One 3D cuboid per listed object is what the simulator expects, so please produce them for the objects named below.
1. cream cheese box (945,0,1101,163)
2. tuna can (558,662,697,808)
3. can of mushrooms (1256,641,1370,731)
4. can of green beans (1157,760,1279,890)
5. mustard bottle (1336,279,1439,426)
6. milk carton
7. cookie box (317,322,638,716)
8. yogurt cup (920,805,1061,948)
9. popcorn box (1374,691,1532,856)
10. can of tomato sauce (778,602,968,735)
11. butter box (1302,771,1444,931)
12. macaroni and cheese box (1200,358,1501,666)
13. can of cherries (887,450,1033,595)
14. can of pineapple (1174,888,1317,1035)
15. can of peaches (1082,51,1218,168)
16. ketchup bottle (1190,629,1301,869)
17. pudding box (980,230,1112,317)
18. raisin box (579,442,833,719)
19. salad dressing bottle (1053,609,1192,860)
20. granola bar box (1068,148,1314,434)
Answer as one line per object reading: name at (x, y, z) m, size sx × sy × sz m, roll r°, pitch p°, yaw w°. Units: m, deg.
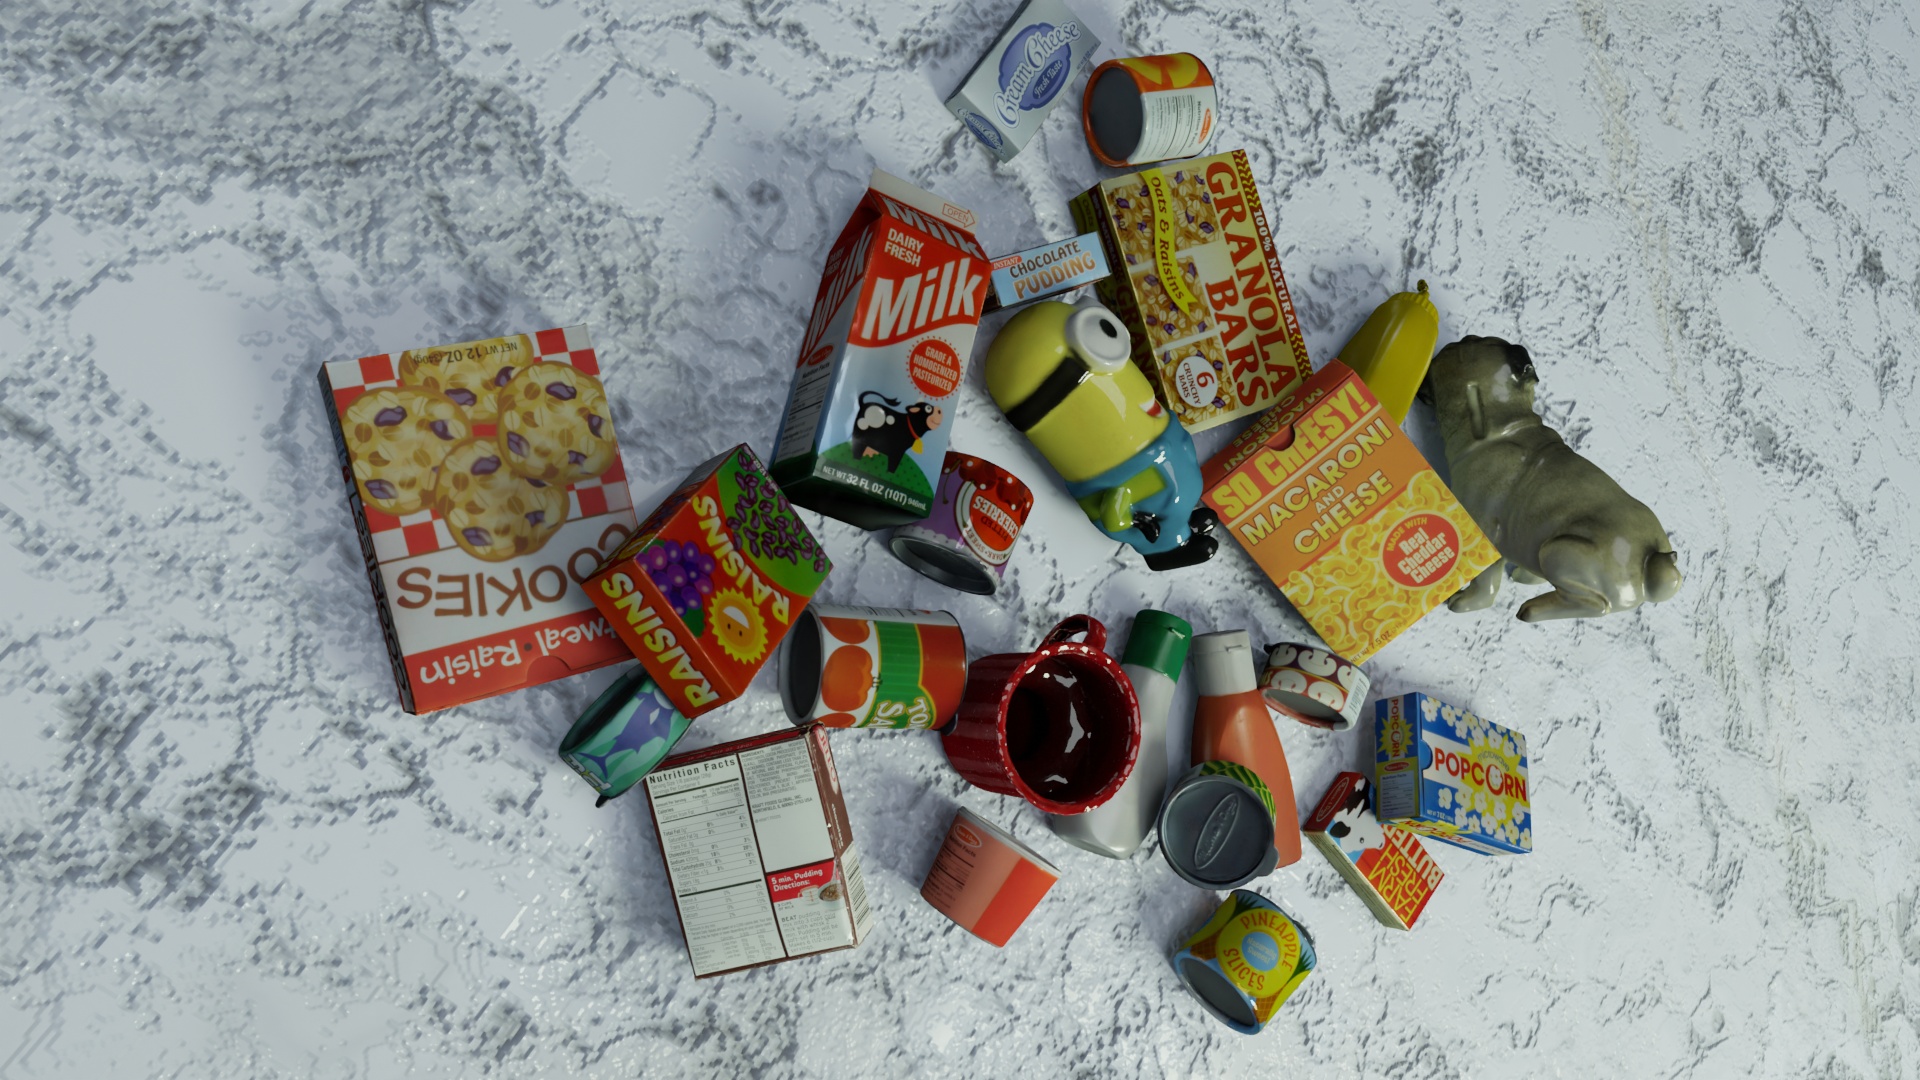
cream cheese box at (0.039, -0.287, 0.854) m, size 0.053 × 0.024 × 0.104 m, roll 40°, pitch 67°, yaw -18°
tuna can at (-0.163, 0.093, 0.678) m, size 0.033 × 0.071 × 0.071 m, roll 47°, pitch 66°, yaw -16°
can of mushrooms at (0.224, 0.094, 0.893) m, size 0.071 × 0.071 × 0.033 m, roll 32°, pitch 72°, yaw -22°
can of green beans at (0.152, 0.167, 0.818) m, size 0.071 × 0.058 × 0.071 m, roll 0°, pitch 90°, yaw 15°
mustard bottle at (0.293, -0.125, 0.955) m, size 0.049 × 0.065 × 0.161 m, roll 43°, pitch 64°, yaw -14°
milk carton at (-0.040, -0.108, 0.763) m, size 0.072 × 0.073 × 0.191 m, roll 20°, pitch 75°, yaw -26°
cookie box at (-0.224, -0.012, 0.671) m, size 0.123 × 0.040 × 0.167 m, roll -15°, pitch 92°, yaw -29°
yogurt cup at (0.014, 0.187, 0.767) m, size 0.072 × 0.072 × 0.054 m, roll 36°, pitch 82°, yaw -21°
popcorn box at (0.336, 0.161, 0.946) m, size 0.127 × 0.038 × 0.085 m, roll 21°, pitch 63°, yaw -32°
can of tomato sauce at (-0.048, 0.070, 0.744) m, size 0.083 × 0.071 × 0.071 m, roll 5°, pitch 82°, yaw -28°
butter box at (0.278, 0.209, 0.933) m, size 0.103 × 0.024 × 0.053 m, roll 49°, pitch 66°, yaw -16°
macaroni and cheese box at (0.248, -0.015, 0.896) m, size 0.123 × 0.040 × 0.166 m, roll -40°, pitch 107°, yaw 10°
can of cherries at (0.003, -0.010, 0.778) m, size 0.071 × 0.071 × 0.058 m, roll 33°, pitch 70°, yaw -22°
can of pineapple at (0.173, 0.256, 0.845) m, size 0.058 × 0.071 × 0.071 m, roll -39°, pitch 104°, yaw -26°
can of peaches at (0.117, -0.271, 0.873) m, size 0.058 × 0.071 × 0.071 m, roll -16°, pitch 93°, yaw -29°
ketchup bottle at (0.173, 0.131, 0.872) m, size 0.065 × 0.043 × 0.148 m, roll -7°, pitch 88°, yaw -19°
pudding box at (0.041, -0.157, 0.827) m, size 0.084 × 0.049 × 0.030 m, roll -21°, pitch 97°, yaw -28°
raisin box at (-0.122, 0.017, 0.690) m, size 0.086 × 0.040 × 0.124 m, roll 56°, pitch 30°, yaw -17°
salad dressing bottle at (0.102, 0.115, 0.835) m, size 0.064 × 0.044 × 0.148 m, roll 28°, pitch 71°, yaw -19°
granola bar box at (0.151, -0.157, 0.893) m, size 0.124 × 0.039 × 0.165 m, roll -20°, pitch 94°, yaw -28°
